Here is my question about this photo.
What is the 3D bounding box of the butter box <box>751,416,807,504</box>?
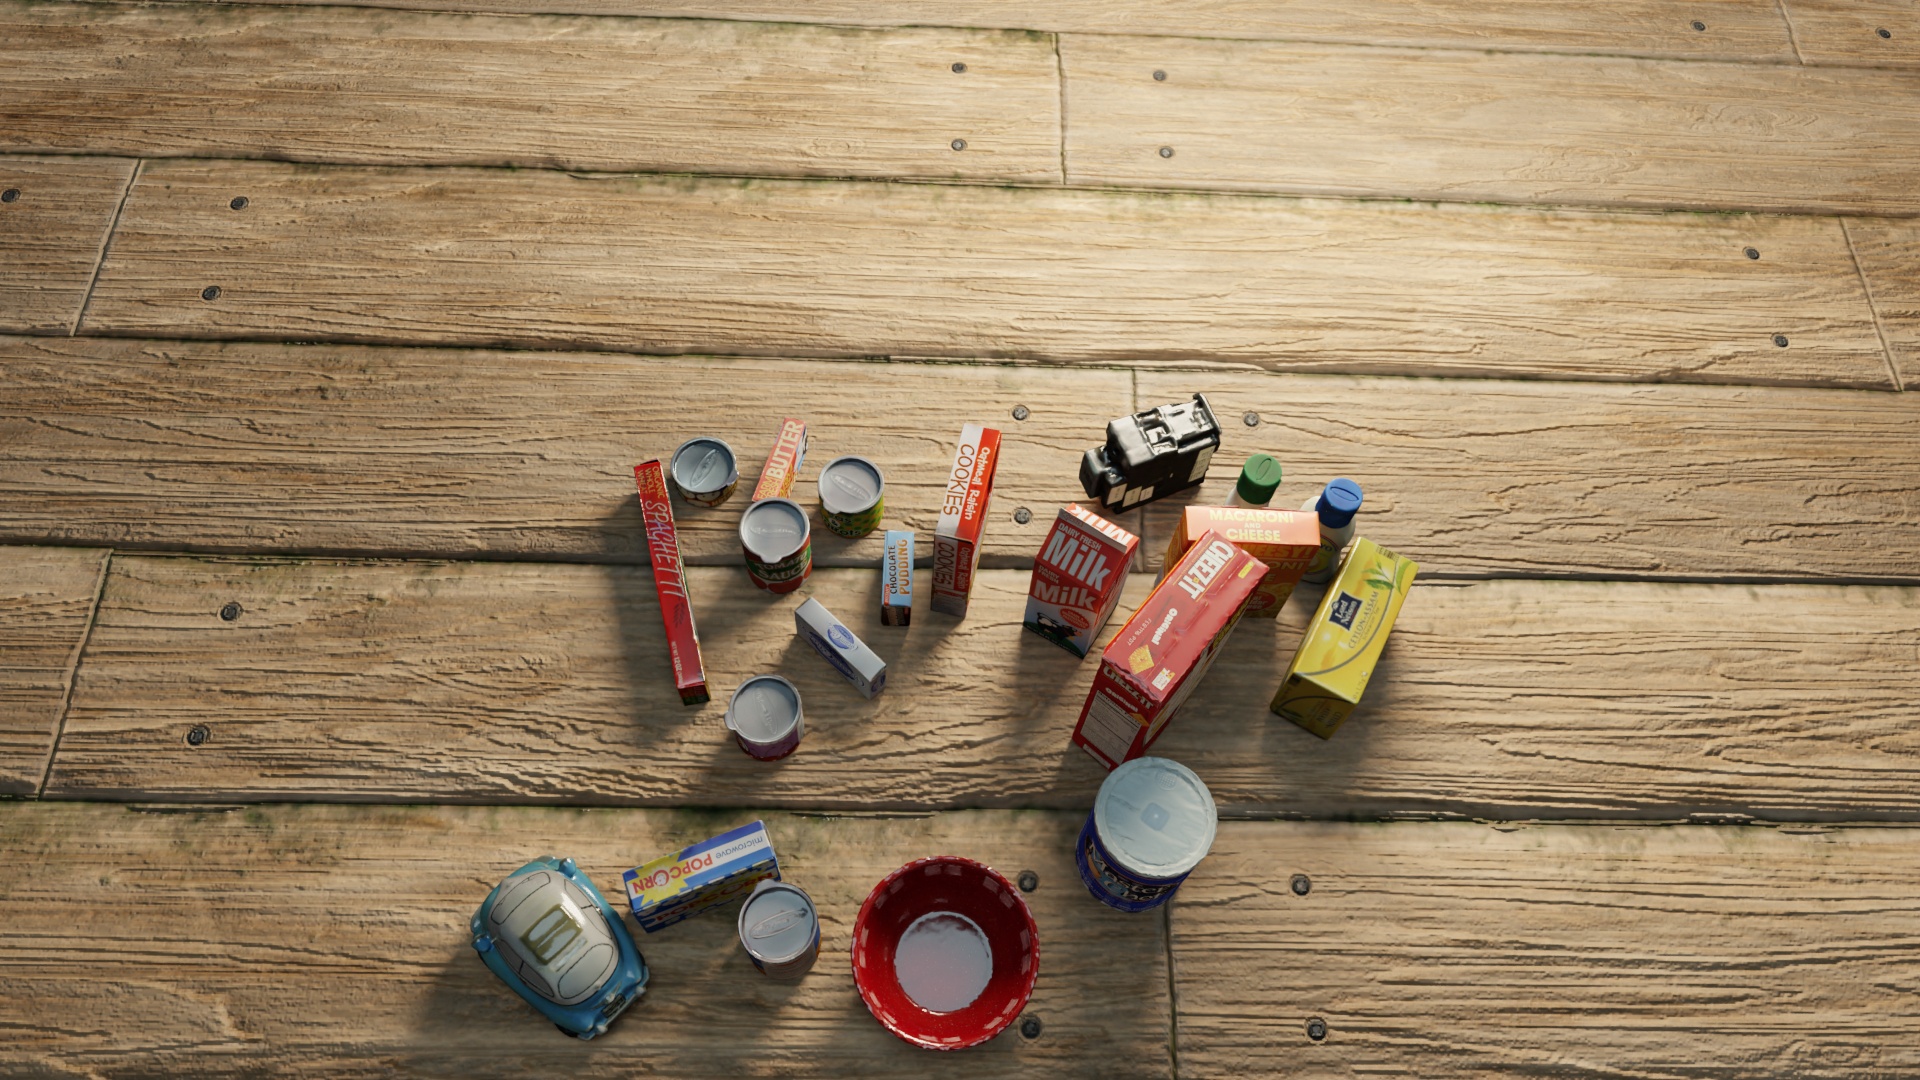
[{"bbox_3d":[-0.182,-0.069,1.410,0.024,0.053,0.104,15,63,5],"label":"butter box"}]

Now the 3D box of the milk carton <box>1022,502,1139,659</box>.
[{"bbox_3d":[0.112,0.031,1.298,0.072,0.189,0.074,30,65,12],"label":"milk carton"}]

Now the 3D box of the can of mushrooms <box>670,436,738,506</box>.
[{"bbox_3d":[-0.258,-0.069,1.417,0.071,0.033,0.071,1,63,-3],"label":"can of mushrooms"}]

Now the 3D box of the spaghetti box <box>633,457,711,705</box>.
[{"bbox_3d":[-0.281,0.038,1.351,0.029,0.050,0.251,-13,64,-9],"label":"spaghetti box"}]

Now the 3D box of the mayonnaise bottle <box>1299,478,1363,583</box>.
[{"bbox_3d":[0.353,-0.010,1.357,0.065,0.147,0.041,24,64,9],"label":"mayonnaise bottle"}]

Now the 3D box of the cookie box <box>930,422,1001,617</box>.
[{"bbox_3d":[0.005,-0.017,1.330,0.040,0.166,0.123,12,63,3],"label":"cookie box"}]

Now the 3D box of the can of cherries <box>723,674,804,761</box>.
[{"bbox_3d":[-0.181,0.165,1.286,0.071,0.058,0.072,1,63,-3],"label":"can of cherries"}]

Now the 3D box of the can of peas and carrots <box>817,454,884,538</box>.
[{"bbox_3d":[-0.111,-0.041,1.397,0.071,0.058,0.071,1,63,-3],"label":"can of peas and carrots"}]

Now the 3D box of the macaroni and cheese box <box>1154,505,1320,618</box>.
[{"bbox_3d":[0.260,0.022,1.325,0.124,0.165,0.040,2,63,-2],"label":"macaroni and cheese box"}]

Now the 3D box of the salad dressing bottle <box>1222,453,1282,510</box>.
[{"bbox_3d":[0.281,-0.034,1.366,0.044,0.147,0.064,30,66,12],"label":"salad dressing bottle"}]

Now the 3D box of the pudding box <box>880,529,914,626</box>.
[{"bbox_3d":[-0.062,0.037,1.364,0.030,0.049,0.084,2,63,-2],"label":"pudding box"}]

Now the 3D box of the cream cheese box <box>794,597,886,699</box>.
[{"bbox_3d":[-0.114,0.103,1.325,0.104,0.053,0.024,41,68,16],"label":"cream cheese box"}]

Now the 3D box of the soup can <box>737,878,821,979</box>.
[{"bbox_3d":[-0.154,0.332,1.187,0.071,0.083,0.071,1,63,-2],"label":"soup can"}]

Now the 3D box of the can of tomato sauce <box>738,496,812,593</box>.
[{"bbox_3d":[-0.178,0.008,1.354,0.071,0.082,0.071,1,63,-2],"label":"can of tomato sauce"}]

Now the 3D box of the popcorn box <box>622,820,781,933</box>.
[{"bbox_3d":[-0.222,0.292,1.204,0.127,0.085,0.038,-19,66,-12],"label":"popcorn box"}]
